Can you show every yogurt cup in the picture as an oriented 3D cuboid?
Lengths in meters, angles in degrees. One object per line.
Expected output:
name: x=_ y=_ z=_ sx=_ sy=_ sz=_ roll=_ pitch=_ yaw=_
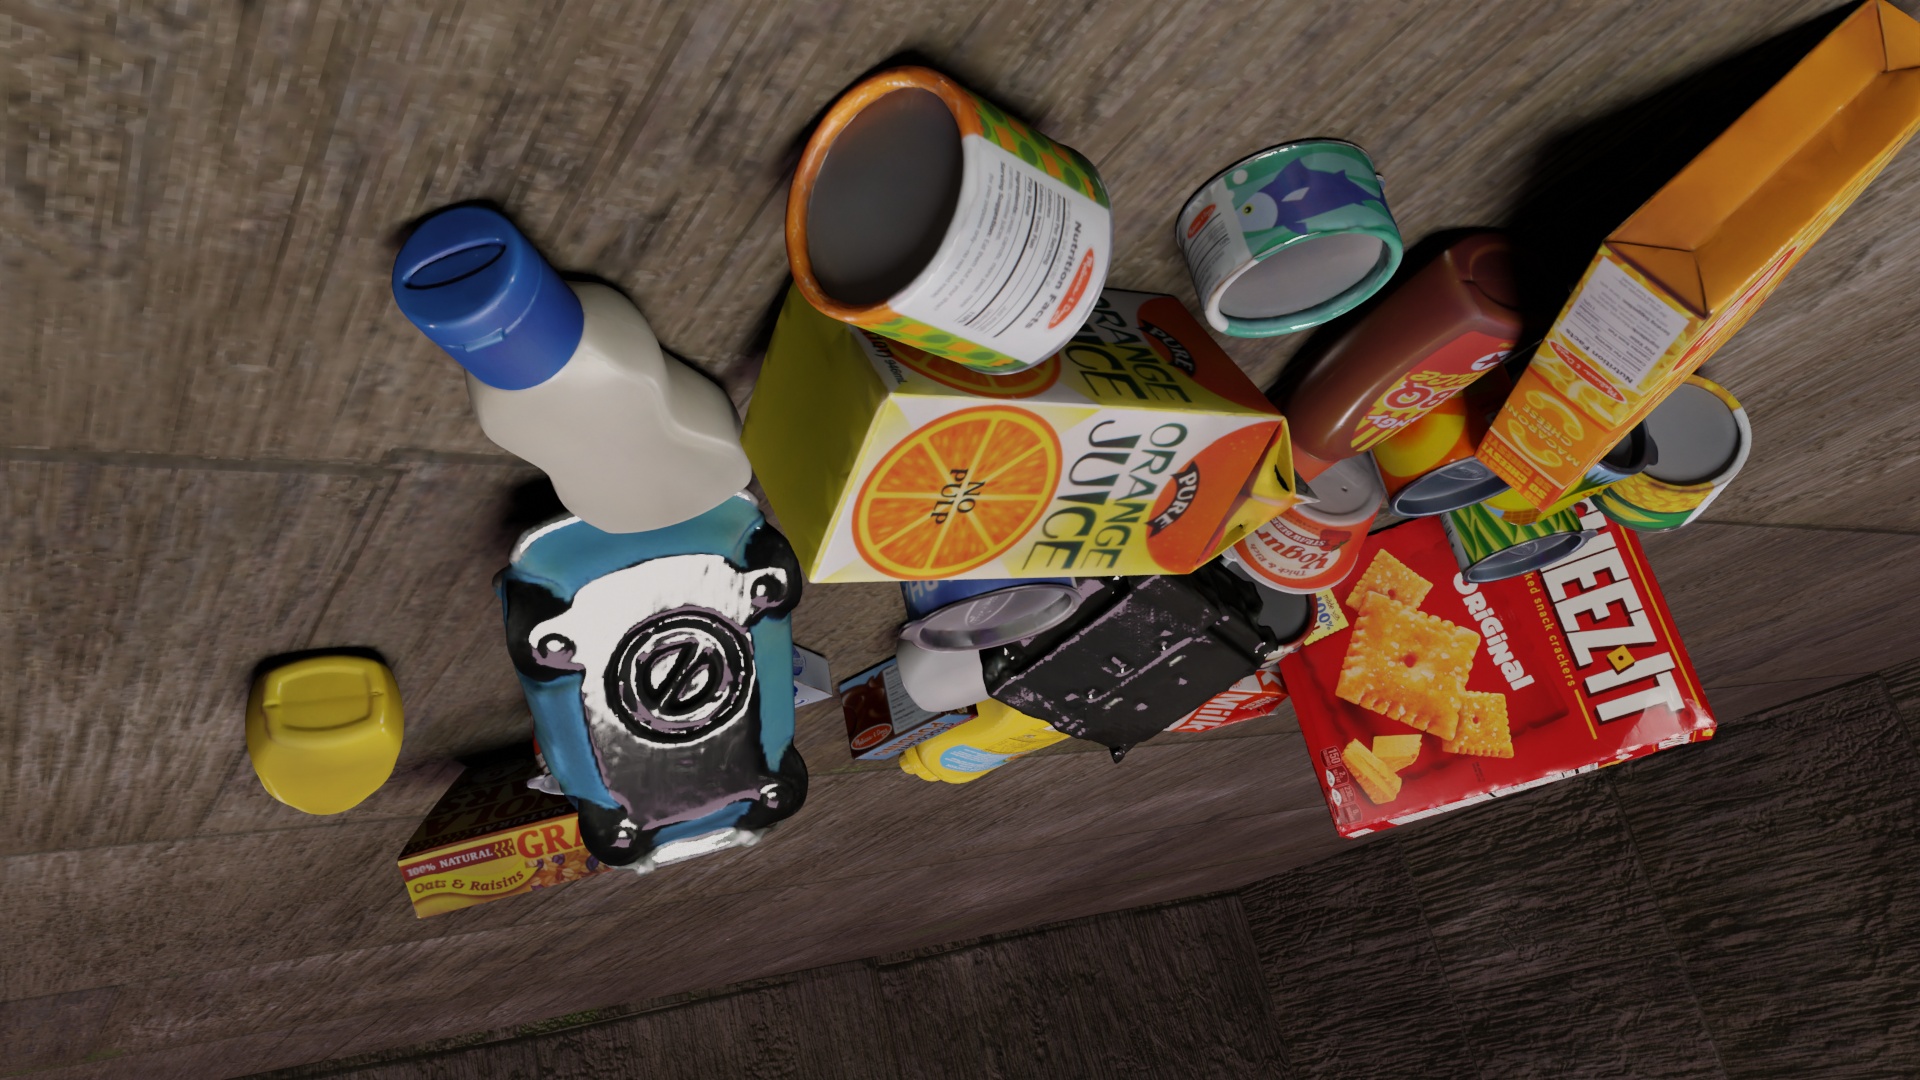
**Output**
yogurt cup: x=0.163 y=-0.016 z=0.651 sx=0.072 sy=0.072 sz=0.053 roll=-9 pitch=151 yaw=-14

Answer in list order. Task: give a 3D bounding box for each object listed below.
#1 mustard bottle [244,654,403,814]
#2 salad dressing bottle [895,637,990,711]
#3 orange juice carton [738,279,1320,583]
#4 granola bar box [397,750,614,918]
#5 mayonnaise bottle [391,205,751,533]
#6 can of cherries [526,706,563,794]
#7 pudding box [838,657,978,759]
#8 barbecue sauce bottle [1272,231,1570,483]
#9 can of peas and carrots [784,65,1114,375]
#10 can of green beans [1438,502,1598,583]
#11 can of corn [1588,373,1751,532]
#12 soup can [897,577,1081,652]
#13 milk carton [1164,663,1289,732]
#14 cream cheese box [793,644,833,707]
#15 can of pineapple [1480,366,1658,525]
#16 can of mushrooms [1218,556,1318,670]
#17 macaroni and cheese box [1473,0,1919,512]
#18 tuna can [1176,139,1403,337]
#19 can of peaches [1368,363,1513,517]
mustard bottle: x=-0.304 y=0.100 z=0.665 sx=0.065 sy=0.049 sz=0.159 roll=-3 pitch=158 yaw=-26
salad dressing bottle: x=0.038 y=0.048 z=0.761 sx=0.147 sy=0.044 sz=0.064 roll=-23 pitch=135 yaw=15
orange juice carton: x=0.034 y=-0.037 z=0.465 sx=0.193 sy=0.072 sz=0.072 roll=0 pitch=132 yaw=-33
granola bar box: x=-0.212 y=0.147 z=0.781 sx=0.166 sy=0.039 sz=0.124 roll=-14 pitch=-166 yaw=0
mayonnaise bottle: x=-0.114 y=-0.046 z=0.419 sx=0.065 sy=0.041 sz=0.147 roll=-19 pitch=158 yaw=4
can of cherries: x=-0.188 y=0.093 z=0.710 sx=0.071 sy=0.058 sz=0.071 roll=-12 pitch=160 yaw=-4
pudding box: x=-0.032 y=0.096 z=0.835 sx=0.083 sy=0.050 sz=0.030 roll=-29 pitch=153 yaw=34
barbecue sauce bottle: x=0.165 y=-0.064 z=0.554 sx=0.065 sy=0.044 sz=0.148 roll=-7 pitch=159 yaw=-32
can of peas and carrots: x=-0.005 y=-0.082 z=0.363 sx=0.070 sy=0.071 sz=0.059 roll=-28 pitch=155 yaw=33
can of green beans: x=0.292 y=-0.016 z=0.745 sx=0.071 sy=0.058 sz=0.071 roll=-12 pitch=159 yaw=-5
can of corn: x=0.352 y=-0.045 z=0.701 sx=0.071 sy=0.071 sz=0.058 roll=-16 pitch=159 yaw=5
soup can: x=0.002 y=-0.007 z=0.536 sx=0.071 sy=0.084 sz=0.071 roll=-12 pitch=159 yaw=-5
milk carton: x=0.136 y=0.072 z=0.851 sx=0.073 sy=0.072 sz=0.191 roll=-30 pitch=155 yaw=34
cream cheese box: x=-0.115 y=0.073 z=0.755 sx=0.053 sy=0.024 sz=0.103 roll=-18 pitch=159 yaw=15
can of pineapple: x=0.269 y=-0.046 z=0.634 sx=0.071 sy=0.071 sz=0.057 roll=0 pitch=156 yaw=-33
can of mushrooms: x=0.169 y=0.039 z=0.792 sx=0.071 sy=0.071 sz=0.033 roll=-7 pitch=157 yaw=-19
macaroni and cheese box: x=0.253 y=-0.089 z=0.485 sx=0.124 sy=0.040 sz=0.166 roll=-41 pitch=162 yaw=-8
tuna can: x=0.108 y=-0.095 z=0.447 sx=0.071 sy=0.033 sz=0.071 roll=-12 pitch=160 yaw=-4
can of peaches: x=0.210 y=-0.050 z=0.599 sx=0.071 sy=0.058 sz=0.071 roll=-12 pitch=159 yaw=-5
